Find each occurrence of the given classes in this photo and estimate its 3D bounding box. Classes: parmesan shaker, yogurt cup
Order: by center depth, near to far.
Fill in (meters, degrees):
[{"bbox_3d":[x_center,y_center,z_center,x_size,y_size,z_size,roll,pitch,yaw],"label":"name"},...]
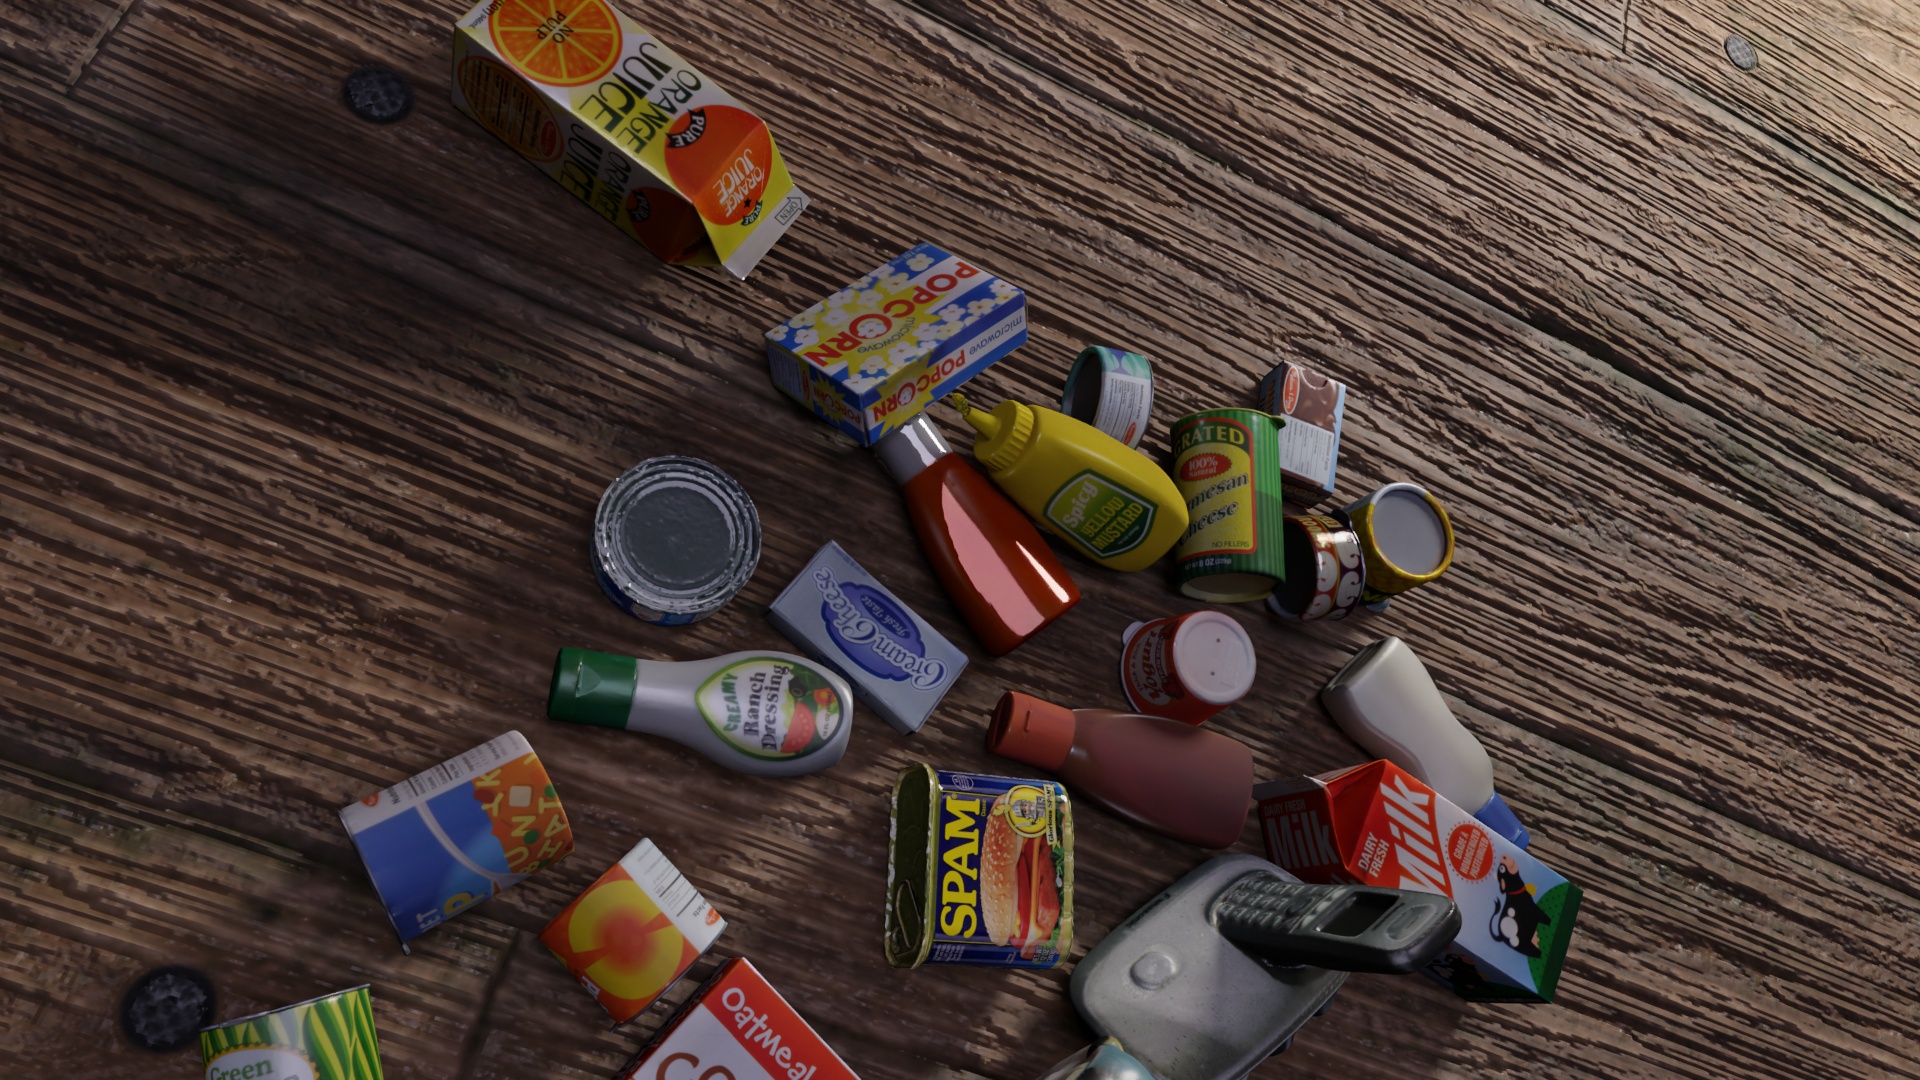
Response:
[{"bbox_3d":[0.134,0.073,0.804,0.072,0.053,0.072,7,71,-20],"label":"yogurt cup"},{"bbox_3d":[0.163,-0.021,0.837,0.071,0.071,0.103,8,69,-19],"label":"parmesan shaker"}]

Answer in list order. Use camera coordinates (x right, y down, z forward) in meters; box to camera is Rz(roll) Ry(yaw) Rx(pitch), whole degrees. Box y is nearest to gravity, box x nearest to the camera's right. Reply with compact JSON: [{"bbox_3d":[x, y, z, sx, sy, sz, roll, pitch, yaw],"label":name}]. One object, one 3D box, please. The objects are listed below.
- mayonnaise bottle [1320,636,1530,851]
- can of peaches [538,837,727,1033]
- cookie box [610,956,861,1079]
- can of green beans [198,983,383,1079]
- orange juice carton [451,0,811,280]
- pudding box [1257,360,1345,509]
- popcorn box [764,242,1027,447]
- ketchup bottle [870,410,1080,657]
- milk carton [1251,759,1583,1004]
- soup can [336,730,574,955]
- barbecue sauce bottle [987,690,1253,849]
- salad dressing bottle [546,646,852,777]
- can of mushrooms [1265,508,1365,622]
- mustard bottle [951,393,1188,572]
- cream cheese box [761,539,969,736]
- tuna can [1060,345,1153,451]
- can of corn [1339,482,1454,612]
[{"bbox_3d":[0.289,0.134,0.853,0.065,0.041,0.148,-38,90,-26],"label":"mayonnaise bottle"},{"bbox_3d":[-0.154,0.183,0.647,0.058,0.071,0.071,48,63,-1],"label":"can of peaches"},{"bbox_3d":[-0.121,0.296,0.636,0.123,0.040,0.168,48,63,-4],"label":"cookie box"},{"bbox_3d":[-0.279,0.224,0.583,0.071,0.071,0.058,-10,77,-24],"label":"can of green beans"},{"bbox_3d":[-0.180,-0.225,0.771,0.192,0.072,0.072,36,63,-7],"label":"orange juice carton"},{"bbox_3d":[0.218,-0.068,0.898,0.050,0.030,0.084,19,67,-14],"label":"pudding box"},{"bbox_3d":[-0.035,-0.114,0.787,0.127,0.038,0.085,-36,52,-27],"label":"popcorn box"},{"bbox_3d":[0.003,-0.010,0.786,0.065,0.043,0.149,-33,86,-33],"label":"ketchup bottle"},{"bbox_3d":[0.255,0.188,0.802,0.190,0.072,0.074,33,64,-8],"label":"milk carton"},{"bbox_3d":[-0.228,0.136,0.634,0.084,0.071,0.071,-25,83,-27],"label":"soup can"},{"bbox_3d":[0.089,0.123,0.776,0.148,0.043,0.065,20,67,-14],"label":"barbecue sauce bottle"},{"bbox_3d":[-0.131,0.083,0.702,0.148,0.044,0.064,10,70,-18],"label":"salad dressing bottle"},{"bbox_3d":[0.213,0.015,0.846,0.033,0.070,0.071,-3,74,-21],"label":"can of mushrooms"},{"bbox_3d":[0.056,-0.038,0.788,0.160,0.065,0.049,29,28,-27],"label":"mustard bottle"},{"bbox_3d":[-0.051,0.053,0.755,0.104,0.024,0.053,41,63,-4],"label":"cream cheese box"},{"bbox_3d":[0.086,-0.083,0.833,0.033,0.071,0.071,9,70,-18],"label":"tuna can"},{"bbox_3d":[0.268,0.005,0.878,0.071,0.058,0.071,7,70,-19],"label":"can of corn"}]
